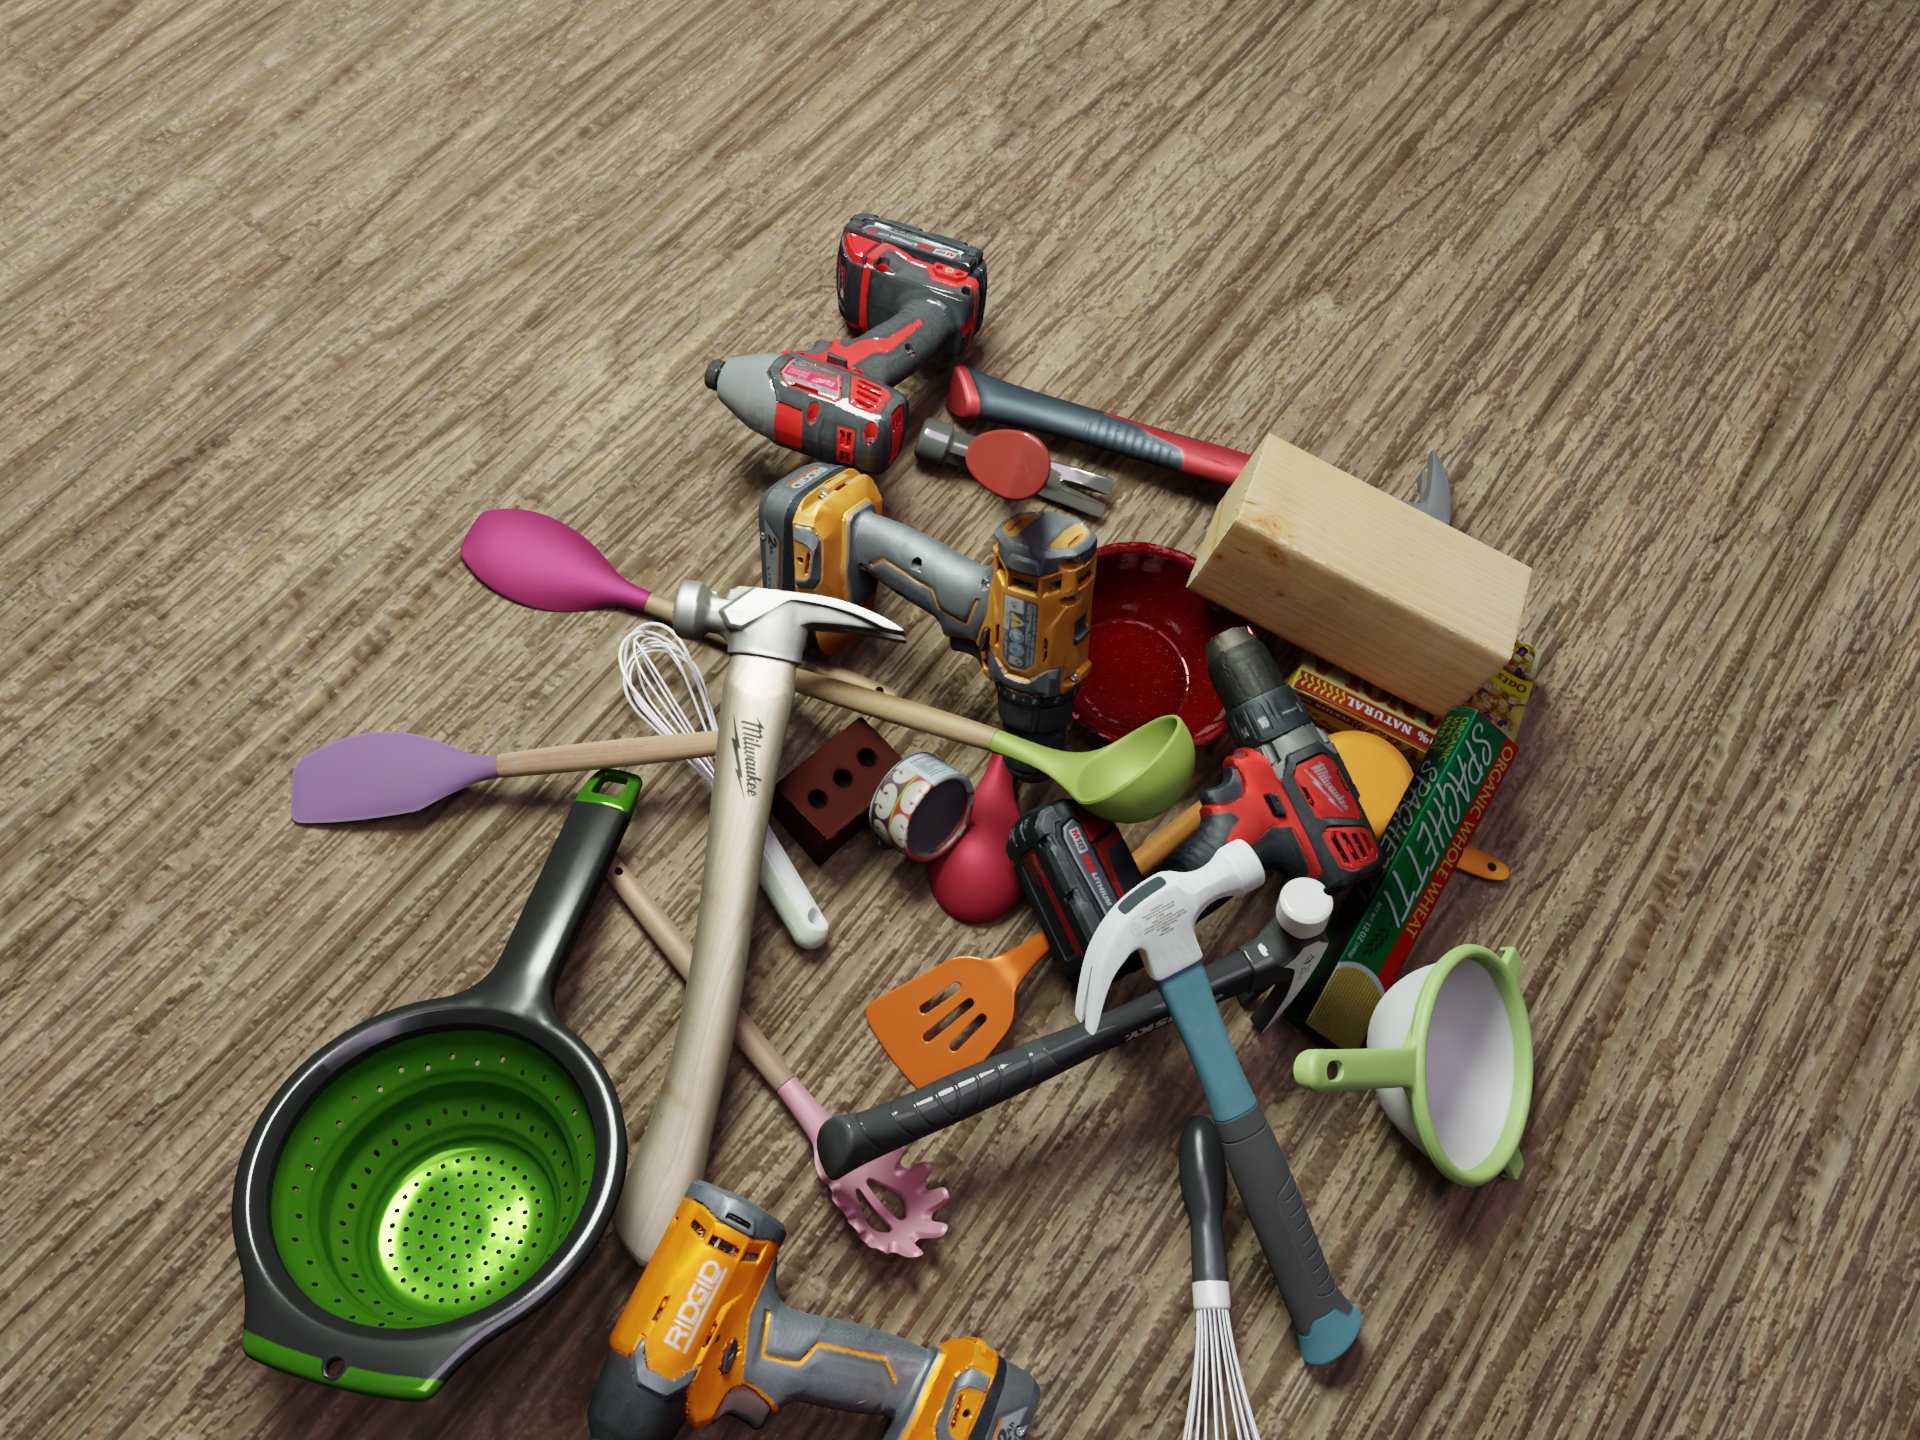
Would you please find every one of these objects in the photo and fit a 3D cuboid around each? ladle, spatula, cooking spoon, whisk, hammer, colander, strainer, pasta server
[{"bbox_3d":[0.039,-0.009,1.111,0.069,0.031,0.316,14,64,0],"label":"ladle"},{"bbox_3d":[-0.269,0.024,1.016,0.316,0.018,0.060,-6,67,-1],"label":"spatula"},{"bbox_3d":[-0.191,-0.072,1.097,0.319,0.017,0.069,22,66,-1],"label":"cooking spoon"},{"bbox_3d":[0.152,0.380,0.955,0.070,0.070,0.285,4,62,-9],"label":"whisk"},{"bbox_3d":[0.180,-0.207,1.205,0.386,0.038,0.143,17,44,2],"label":"hammer"},{"bbox_3d":[-0.134,0.120,0.966,0.146,0.038,0.411,8,79,3],"label":"hammer"},{"bbox_3d":[-0.265,0.203,0.933,0.204,0.094,0.397,11,51,7],"label":"colander"},{"bbox_3d":[-0.002,-0.003,0.995,0.320,0.062,0.078,17,47,29],"label":"ladle"},{"bbox_3d":[-0.154,0.042,1.042,0.246,0.059,0.058,58,31,10],"label":"whisk"},{"bbox_3d":[0.070,0.200,0.970,0.334,0.146,0.035,-21,58,-14],"label":"hammer"},{"bbox_3d":[0.269,0.214,0.995,0.256,0.069,0.151,10,79,-42],"label":"strainer"},{"bbox_3d":[-0.124,0.202,0.984,0.060,0.040,0.316,-34,76,-31],"label":"pasta server"},{"bbox_3d":[0.082,0.127,1.064,0.322,0.041,0.081,-35,78,-26],"label":"spatula"},{"bbox_3d":[0.167,0.239,0.936,0.128,0.033,0.331,-25,105,-7],"label":"hammer"},{"bbox_3d":[0.041,-0.160,1.016,0.149,0.359,0.036,18,99,-3],"label":"hammer"}]

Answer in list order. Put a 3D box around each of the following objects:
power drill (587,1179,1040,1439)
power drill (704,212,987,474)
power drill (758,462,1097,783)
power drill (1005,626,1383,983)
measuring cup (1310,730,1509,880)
[{"bbox_3d":[-0.088,0.380,0.878,0.226,0.084,0.164,31,66,-5],"label":"power drill"},{"bbox_3d":[-0.077,-0.268,1.132,0.143,0.078,0.220,20,49,11],"label":"power drill"},{"bbox_3d":[-0.018,-0.064,1.047,0.226,0.185,0.084,18,37,24],"label":"power drill"},{"bbox_3d":[0.146,0.054,1.029,0.226,0.080,0.188,-22,81,-18],"label":"power drill"},{"bbox_3d":[0.314,0.067,1.114,0.173,0.052,0.095,23,65,2],"label":"measuring cup"}]
